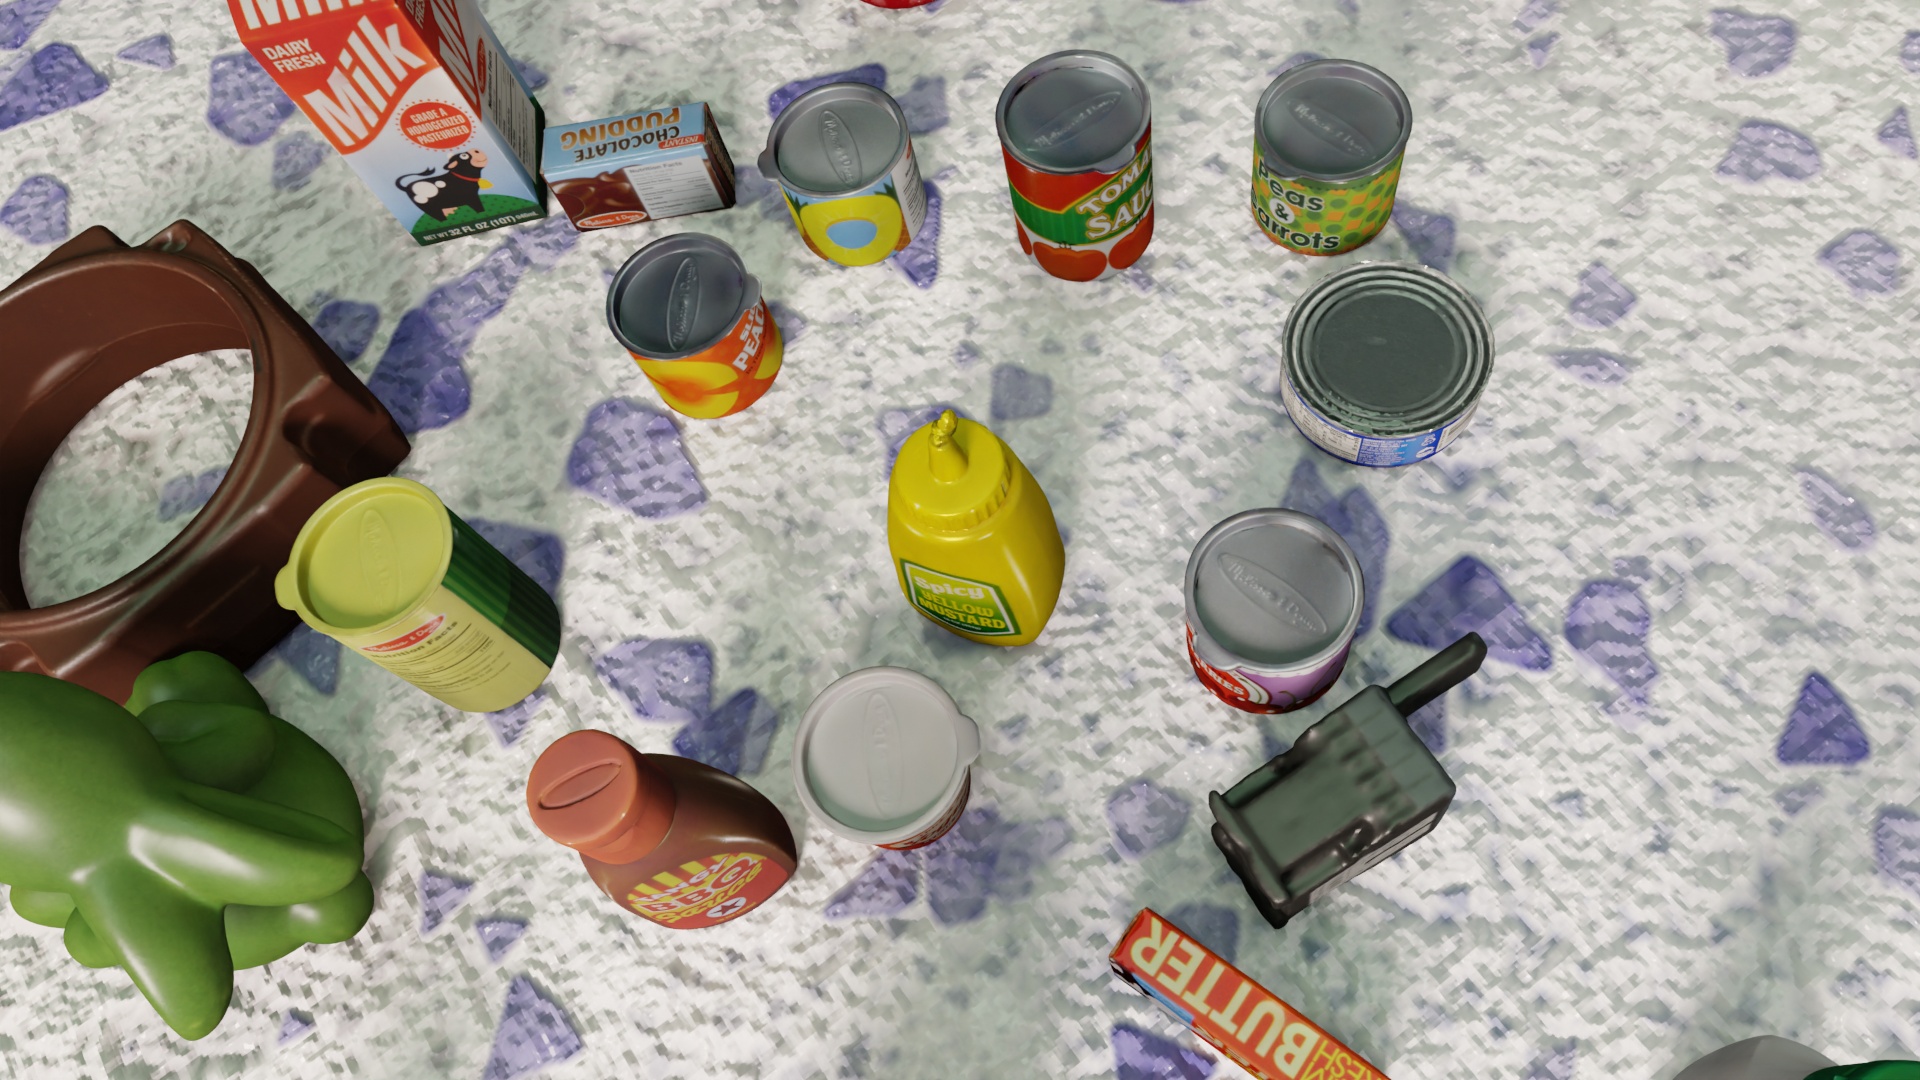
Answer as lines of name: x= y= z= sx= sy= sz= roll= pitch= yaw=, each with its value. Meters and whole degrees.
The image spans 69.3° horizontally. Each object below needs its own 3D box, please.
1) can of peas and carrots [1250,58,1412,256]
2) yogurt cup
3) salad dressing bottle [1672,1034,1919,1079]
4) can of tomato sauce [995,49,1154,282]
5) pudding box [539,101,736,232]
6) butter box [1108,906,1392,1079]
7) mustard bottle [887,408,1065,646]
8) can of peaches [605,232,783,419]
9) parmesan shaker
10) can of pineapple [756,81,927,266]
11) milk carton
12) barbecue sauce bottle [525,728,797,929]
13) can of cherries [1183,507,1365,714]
can of peas and carrots: x=0.162 y=-0.168 z=0.621 sx=0.071 sy=0.058 sz=0.071 roll=-3 pitch=66 yaw=8
yogurt cup: x=-0.027 y=0.088 z=0.540 sx=0.072 sy=0.053 sz=0.072 roll=-3 pitch=66 yaw=8
salad dressing bottle: x=0.246 y=0.175 z=0.405 sx=0.044 sy=0.147 sz=0.064 roll=29 pitch=74 yaw=20
can of tomato sauce: x=0.055 y=-0.165 z=0.623 sx=0.071 sy=0.082 sz=0.071 roll=-3 pitch=66 yaw=8
pudding box: x=-0.158 y=-0.183 z=0.684 sx=0.084 sy=0.049 sz=0.030 roll=-8 pitch=66 yaw=5
butter box: x=0.101 y=0.170 z=0.483 sx=0.103 sy=0.053 sz=0.024 roll=32 pitch=75 yaw=21
mustard bottle: x=0.002 y=-0.007 z=0.519 sx=0.065 sy=0.159 sz=0.049 roll=14 pitch=70 yaw=15
can of peaches: x=-0.117 y=-0.097 z=0.635 sx=0.071 sy=0.058 sz=0.071 roll=-3 pitch=66 yaw=8
parmesan shaker: x=-0.218 y=0.026 z=0.571 sx=0.071 sy=0.102 sz=0.071 roll=-3 pitch=66 yaw=8
can of pineapple: x=-0.054 y=-0.172 z=0.658 sx=0.071 sy=0.057 sz=0.071 roll=-3 pitch=66 yaw=8
milk carton: x=-0.265 y=-0.226 z=0.643 sx=0.072 sy=0.190 sz=0.074 roll=-11 pitch=65 yaw=4
barbecue sauce bottle: x=-0.106 y=0.103 z=0.494 sx=0.065 sy=0.148 sz=0.044 roll=-25 pitch=65 yaw=-2
can of cherries: x=0.118 y=0.030 z=0.540 sx=0.071 sy=0.058 sz=0.072 roll=-3 pitch=66 yaw=8
